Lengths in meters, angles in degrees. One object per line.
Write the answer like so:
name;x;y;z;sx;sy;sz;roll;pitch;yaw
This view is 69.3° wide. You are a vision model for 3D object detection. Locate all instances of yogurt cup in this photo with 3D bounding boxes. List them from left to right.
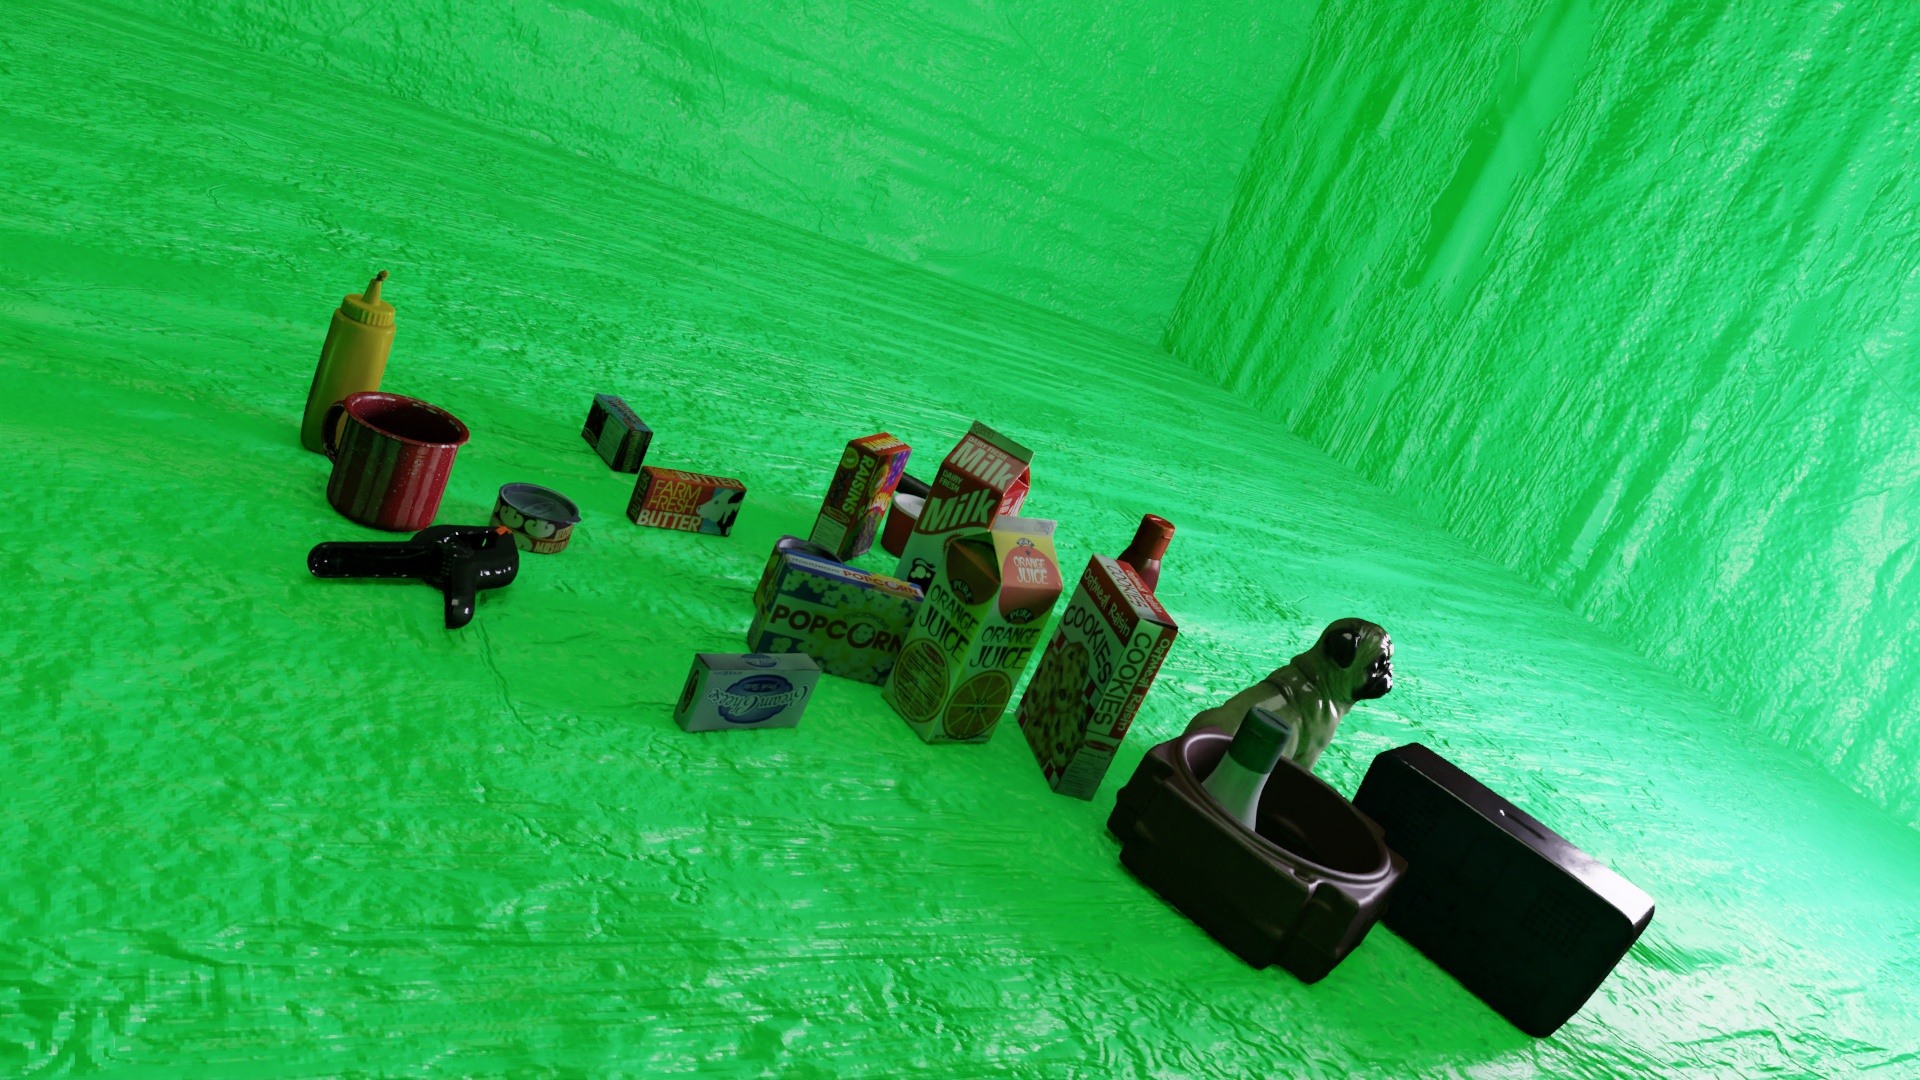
yogurt cup;-0.051;-0.011;1.481;0.072;0.053;0.072;22;18;-7

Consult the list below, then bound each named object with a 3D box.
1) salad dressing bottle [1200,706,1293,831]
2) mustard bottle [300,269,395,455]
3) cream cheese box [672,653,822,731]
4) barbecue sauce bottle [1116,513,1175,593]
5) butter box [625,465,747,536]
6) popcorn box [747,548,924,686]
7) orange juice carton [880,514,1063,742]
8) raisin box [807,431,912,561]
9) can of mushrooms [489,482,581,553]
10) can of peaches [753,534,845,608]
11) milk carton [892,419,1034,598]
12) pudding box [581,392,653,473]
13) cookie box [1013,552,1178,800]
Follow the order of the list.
salad dressing bottle;0.204;0.197;1.057;0.064;0.147;0.044;35;20;31
mustard bottle;-0.492;-0.148;1.126;0.049;0.159;0.065;17;19;-24
cream cheese box;-0.153;0.109;1.003;0.104;0.053;0.024;5;26;-46
barbecue sauce bottle;0.179;0.044;1.464;0.065;0.148;0.044;11;22;-37
butter box;-0.254;-0.036;1.291;0.103;0.053;0.024;9;23;-41
popcorn box;-0.102;0.065;1.145;0.127;0.085;0.038;16;19;-24
orange juice carton;0.016;0.065;1.119;0.072;0.192;0.073;8;24;-43
raisin box;-0.101;-0.043;1.393;0.040;0.123;0.086;29;18;15
can of mushrooms;-0.349;-0.017;1.145;0.071;0.033;0.071;22;18;-7
can of peaches;-0.142;0.037;1.217;0.071;0.058;0.071;22;18;-7
milk carton;0.005;-0.017;1.344;0.072;0.190;0.073;30;18;17
pudding box;-0.343;-0.107;1.385;0.030;0.049;0.084;7;24;-44
cookie box;0.110;0.111;1.152;0.040;0.167;0.123;18;18;-21
